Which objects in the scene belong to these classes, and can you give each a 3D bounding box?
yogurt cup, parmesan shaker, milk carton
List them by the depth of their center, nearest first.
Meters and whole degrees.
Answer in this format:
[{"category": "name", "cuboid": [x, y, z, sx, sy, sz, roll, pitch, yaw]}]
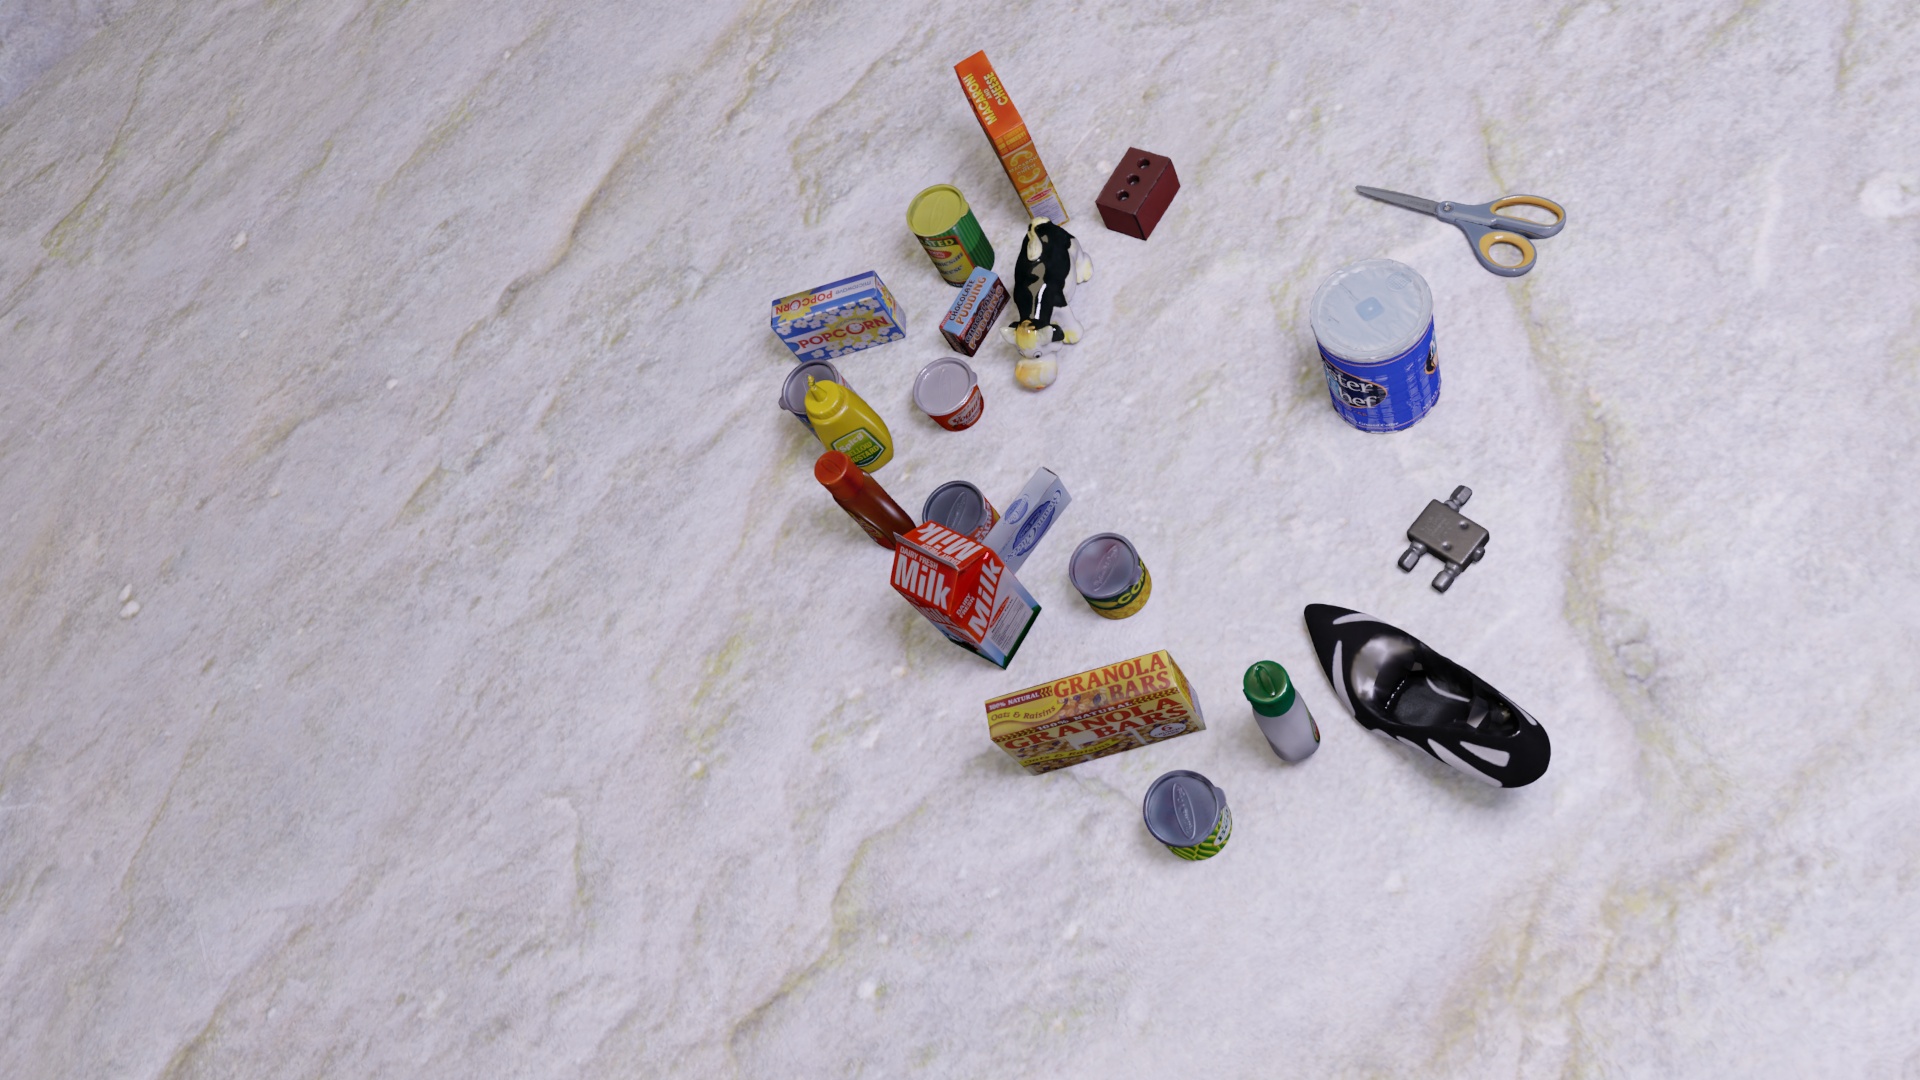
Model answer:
[{"category": "milk carton", "cuboid": [0.001, 0.044, 1.271, 0.072, 0.190, 0.073, 26, 78, 30]}, {"category": "yogurt cup", "cuboid": [-0.009, -0.149, 1.448, 0.072, 0.054, 0.072, -9, 63, 18]}, {"category": "parmesan shaker", "cuboid": [-0.007, -0.328, 1.503, 0.071, 0.103, 0.071, -9, 63, 18]}]

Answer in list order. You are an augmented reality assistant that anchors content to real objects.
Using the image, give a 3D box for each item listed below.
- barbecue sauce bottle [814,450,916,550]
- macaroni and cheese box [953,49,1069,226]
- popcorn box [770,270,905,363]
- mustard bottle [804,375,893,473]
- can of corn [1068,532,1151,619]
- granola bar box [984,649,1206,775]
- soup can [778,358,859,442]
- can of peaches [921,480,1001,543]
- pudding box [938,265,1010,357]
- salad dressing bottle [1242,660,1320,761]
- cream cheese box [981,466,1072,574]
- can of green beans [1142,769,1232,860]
[{"category": "barbecue sauce bottle", "cuboid": [-0.097, -0.041, 1.377, 0.065, 0.148, 0.044, 34, 82, 31]}, {"category": "macaroni and cheese box", "cuboid": [0.055, -0.423, 1.486, 0.040, 0.166, 0.124, -28, 59, 8]}, {"category": "popcorn box", "cuboid": [-0.133, -0.243, 1.525, 0.126, 0.085, 0.038, -14, 62, 16]}, {"category": "mustard bottle", "cuboid": [-0.122, -0.122, 1.419, 0.065, 0.160, 0.049, -28, 59, 8]}, {"category": "can of corn", "cuboid": [0.143, 0.035, 1.296, 0.071, 0.058, 0.071, -9, 63, 18]}, {"category": "granola bar box", "cuboid": [0.119, 0.151, 1.211, 0.165, 0.124, 0.039, -18, 61, 14]}, {"category": "soup can", "cuboid": [-0.145, -0.143, 1.483, 0.071, 0.083, 0.071, -9, 63, 18]}, {"category": "can of peaches", "cuboid": [0.005, -0.017, 1.377, 0.071, 0.058, 0.071, -9, 63, 18]}, {"category": "pudding box", "cuboid": [0.015, -0.245, 1.487, 0.030, 0.049, 0.084, 25, 77, 30]}, {"category": "salad dressing bottle", "cuboid": [0.263, 0.139, 1.144, 0.044, 0.147, 0.064, -27, 59, 9]}, {"category": "cream cheese box", "cuboid": [0.064, -0.017, 1.356, 0.024, 0.053, 0.104, 33, 82, 31]}, {"category": "can of green beans", "cuboid": [0.194, 0.234, 1.180, 0.071, 0.057, 0.071, -9, 63, 18]}]
